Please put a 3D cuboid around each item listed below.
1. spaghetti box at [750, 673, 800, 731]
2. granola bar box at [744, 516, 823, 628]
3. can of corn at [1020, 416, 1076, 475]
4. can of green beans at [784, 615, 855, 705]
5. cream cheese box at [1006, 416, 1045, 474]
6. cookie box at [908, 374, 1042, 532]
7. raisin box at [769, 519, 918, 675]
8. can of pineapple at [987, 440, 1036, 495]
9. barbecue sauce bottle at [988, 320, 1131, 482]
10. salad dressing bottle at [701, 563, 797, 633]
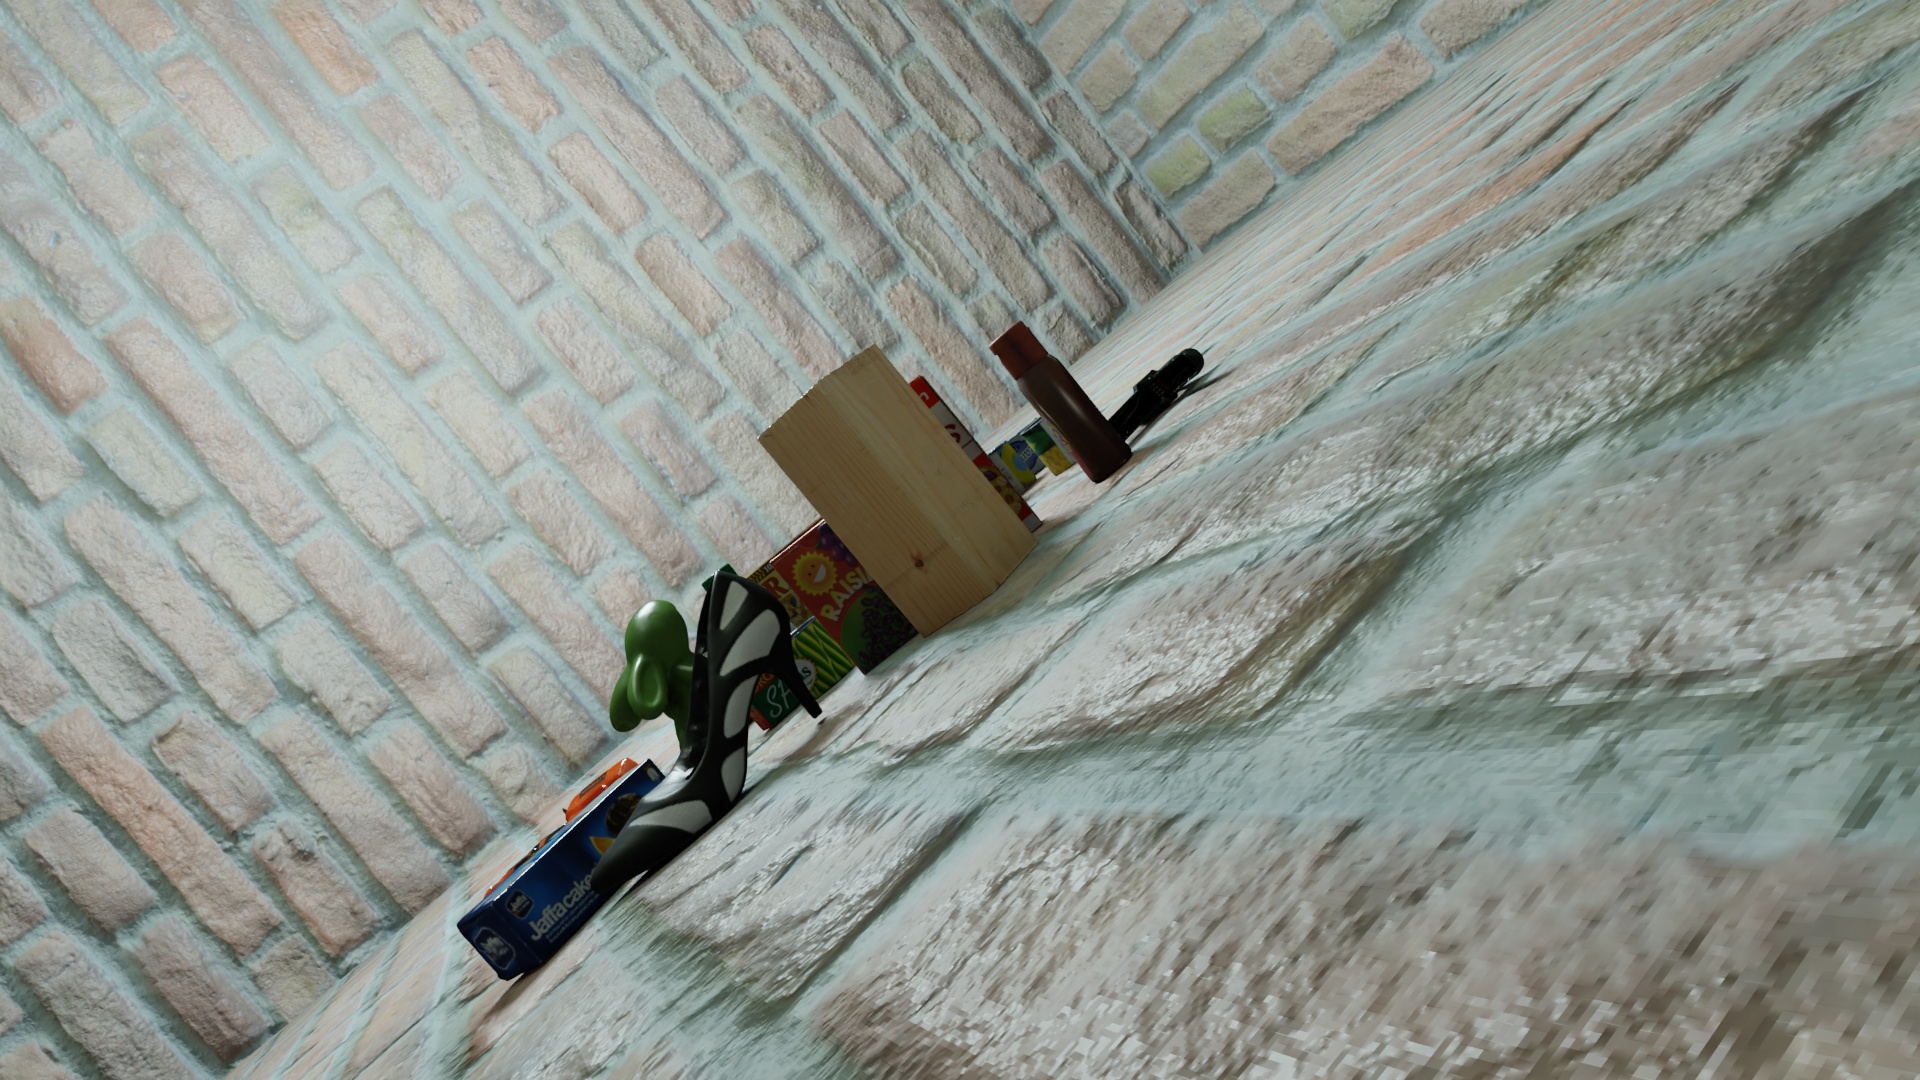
[{"bbox_3d":[-0.113,0.086,1.351,0.251,0.050,0.028,-42,5,-27],"label":"spaghetti box"},{"bbox_3d":[-0.139,0.045,1.483,0.165,0.124,0.039,-37,5,22],"label":"granola bar box"},{"bbox_3d":[0.106,-0.110,1.469,0.071,0.058,0.071,-39,5,4],"label":"can of corn"},{"bbox_3d":[-0.137,0.109,1.273,0.071,0.058,0.071,-39,5,4],"label":"can of green beans"},{"bbox_3d":[0.066,-0.094,1.655,0.103,0.053,0.024,-38,5,10],"label":"cream cheese box"},{"bbox_3d":[-0.029,-0.042,1.204,0.123,0.167,0.040,-39,4,3],"label":"cookie box"},{"bbox_3d":[-0.086,0.038,1.162,0.086,0.123,0.040,-38,5,12],"label":"raisin box"},{"bbox_3d":[0.045,-0.072,1.582,0.071,0.058,0.071,-39,5,4],"label":"can of pineapple"},{"bbox_3d":[0.084,-0.119,1.178,0.043,0.148,0.065,-39,5,8],"label":"barbecue sauce bottle"},{"bbox_3d":[-0.209,0.091,1.447,0.064,0.147,0.044,-36,5,35],"label":"salad dressing bottle"}]
